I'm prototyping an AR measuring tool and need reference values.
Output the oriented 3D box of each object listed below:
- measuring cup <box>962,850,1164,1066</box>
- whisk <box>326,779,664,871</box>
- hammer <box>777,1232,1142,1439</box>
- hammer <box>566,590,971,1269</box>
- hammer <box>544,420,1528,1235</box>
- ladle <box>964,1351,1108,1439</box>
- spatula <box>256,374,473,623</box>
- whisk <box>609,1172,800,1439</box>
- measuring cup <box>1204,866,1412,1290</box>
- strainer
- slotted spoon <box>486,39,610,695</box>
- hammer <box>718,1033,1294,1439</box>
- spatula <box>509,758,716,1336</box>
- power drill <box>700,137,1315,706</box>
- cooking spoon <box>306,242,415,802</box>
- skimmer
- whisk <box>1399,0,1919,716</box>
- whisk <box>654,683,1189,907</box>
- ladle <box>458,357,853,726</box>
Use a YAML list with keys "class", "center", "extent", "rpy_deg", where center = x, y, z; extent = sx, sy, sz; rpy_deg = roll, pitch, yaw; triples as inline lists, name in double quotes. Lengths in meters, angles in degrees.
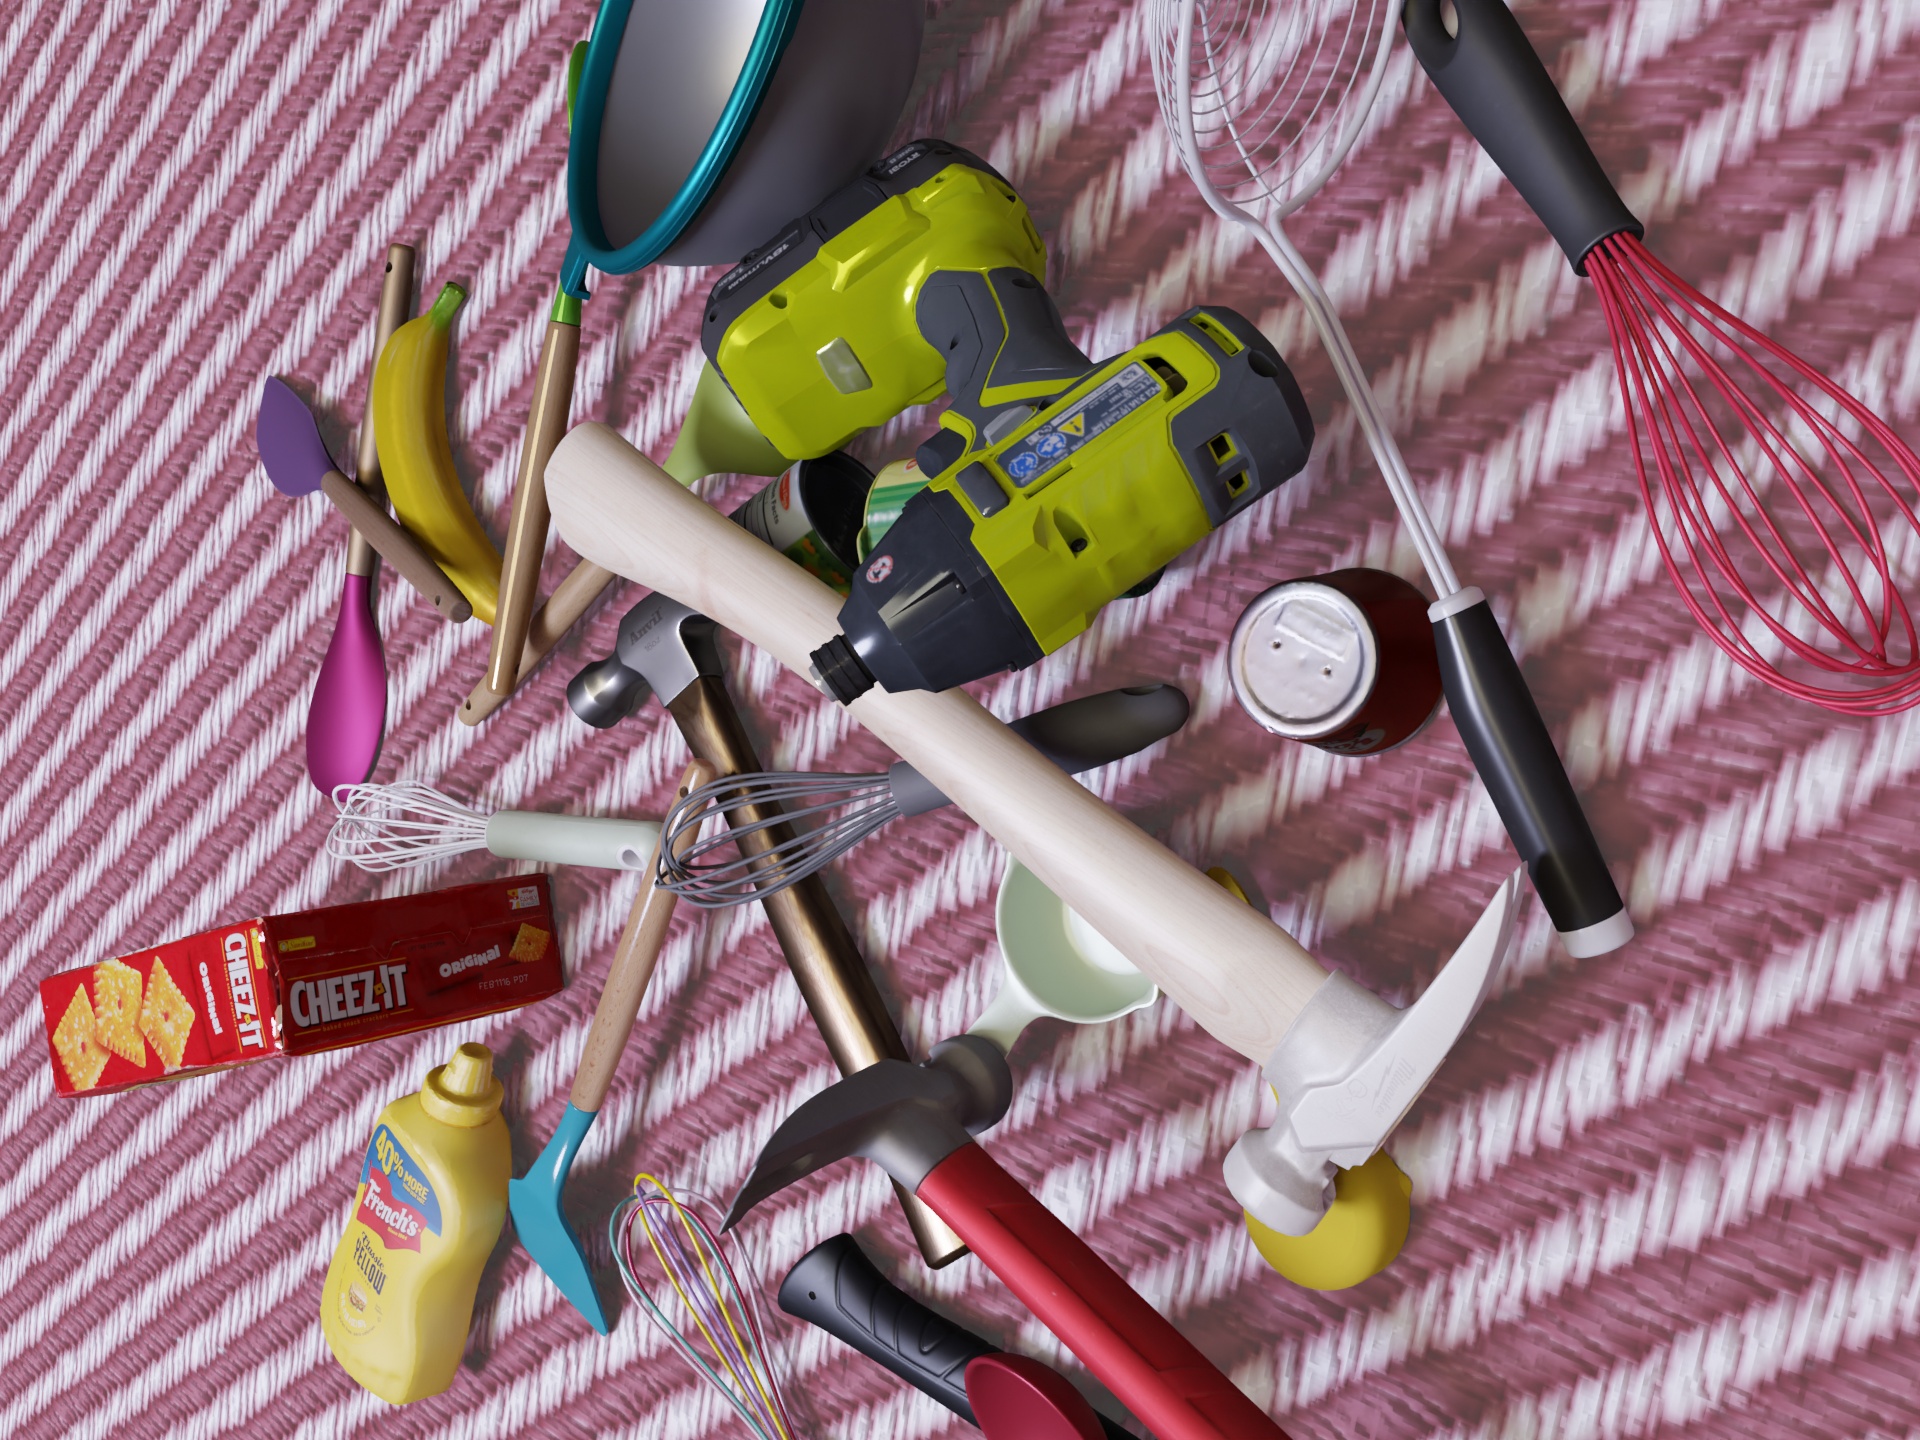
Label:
- class: "measuring cup"
  center: [0.032, 0.111, 0.632]
  extent: [0.083, 0.038, 0.167]
  rpy_deg: [46, 116, 25]
- class: "whisk"
  center: [-0.242, 0.058, 0.824]
  extent: [0.246, 0.059, 0.057]
  rpy_deg: [2, 128, 32]
- class: "hammer"
  center: [0.057, 0.294, 0.618]
  extent: [0.335, 0.035, 0.146]
  rpy_deg: [18, 100, 34]
- class: "hammer"
  center: [-0.071, 0.081, 0.708]
  extent: [0.130, 0.031, 0.331]
  rpy_deg: [-39, 69, 30]
- class: "hammer"
  center: [-0.001, -0.002, 0.583]
  extent: [0.411, 0.038, 0.146]
  rpy_deg: [37, 112, 20]
- class: "ladle"
  center: [0.053, 0.374, 0.592]
  extent: [0.069, 0.031, 0.315]
  rpy_deg: [1, 105, 50]
- class: "spatula"
  center: [-0.335, -0.119, 0.871]
  extent: [0.316, 0.018, 0.059]
  rpy_deg: [35, 114, 42]
- class: "whisk"
  center: [-0.088, 0.312, 0.718]
  extent: [0.047, 0.051, 0.245]
  rpy_deg: [-43, 70, 22]
- class: "measuring cup"
  center: [0.113, 0.129, 0.578]
  extent: [0.062, 0.029, 0.156]
  rpy_deg: [-25, 78, 33]
- class: "strainer"
  center: [-0.042, -0.273, 0.606]
  extent: [0.340, 0.095, 0.211]
  rpy_deg: [1, 80, 54]
- class: "slotted spoon"
  center: [-0.195, -0.165, 0.769]
  extent: [0.031, 0.070, 0.314]
  rpy_deg: [13, 96, 6]
- class: "hammer"
  center: [0.094, 0.248, 0.497]
  extent: [0.387, 0.143, 0.038]
  rpy_deg: [39, 114, 23]
- class: "spatula"
  center: [-0.164, 0.157, 0.758]
  extent: [0.082, 0.044, 0.317]
  rpy_deg: [34, 112, 32]
- class: "power drill"
  center: [-0.005, -0.108, 0.559]
  extent: [0.171, 0.080, 0.223]
  rpy_deg: [-34, 43, 1]
- class: "cooking spoon"
  center: [-0.339, -0.109, 0.903]
  extent: [0.069, 0.017, 0.319]
  rpy_deg: [18, 101, 33]
- class: "skimmer"
  center: [0.155, -0.102, 0.498]
  extent: [0.090, 0.127, 0.363]
  rpy_deg: [-25, 88, 46]
- class: "whisk"
  center: [0.211, -0.132, 0.492]
  extent: [0.073, 0.073, 0.296]
  rpy_deg: [-36, 65, 30]
- class: "whisk"
  center: [-0.021, 0.028, 0.642]
  extent: [0.239, 0.055, 0.055]
  rpy_deg: [-18, 80, 17]
- class: "ladle"
  center: [-0.156, -0.082, 0.768]
  extent: [0.320, 0.062, 0.078]
  rpy_deg: [-39, 66, 37]
